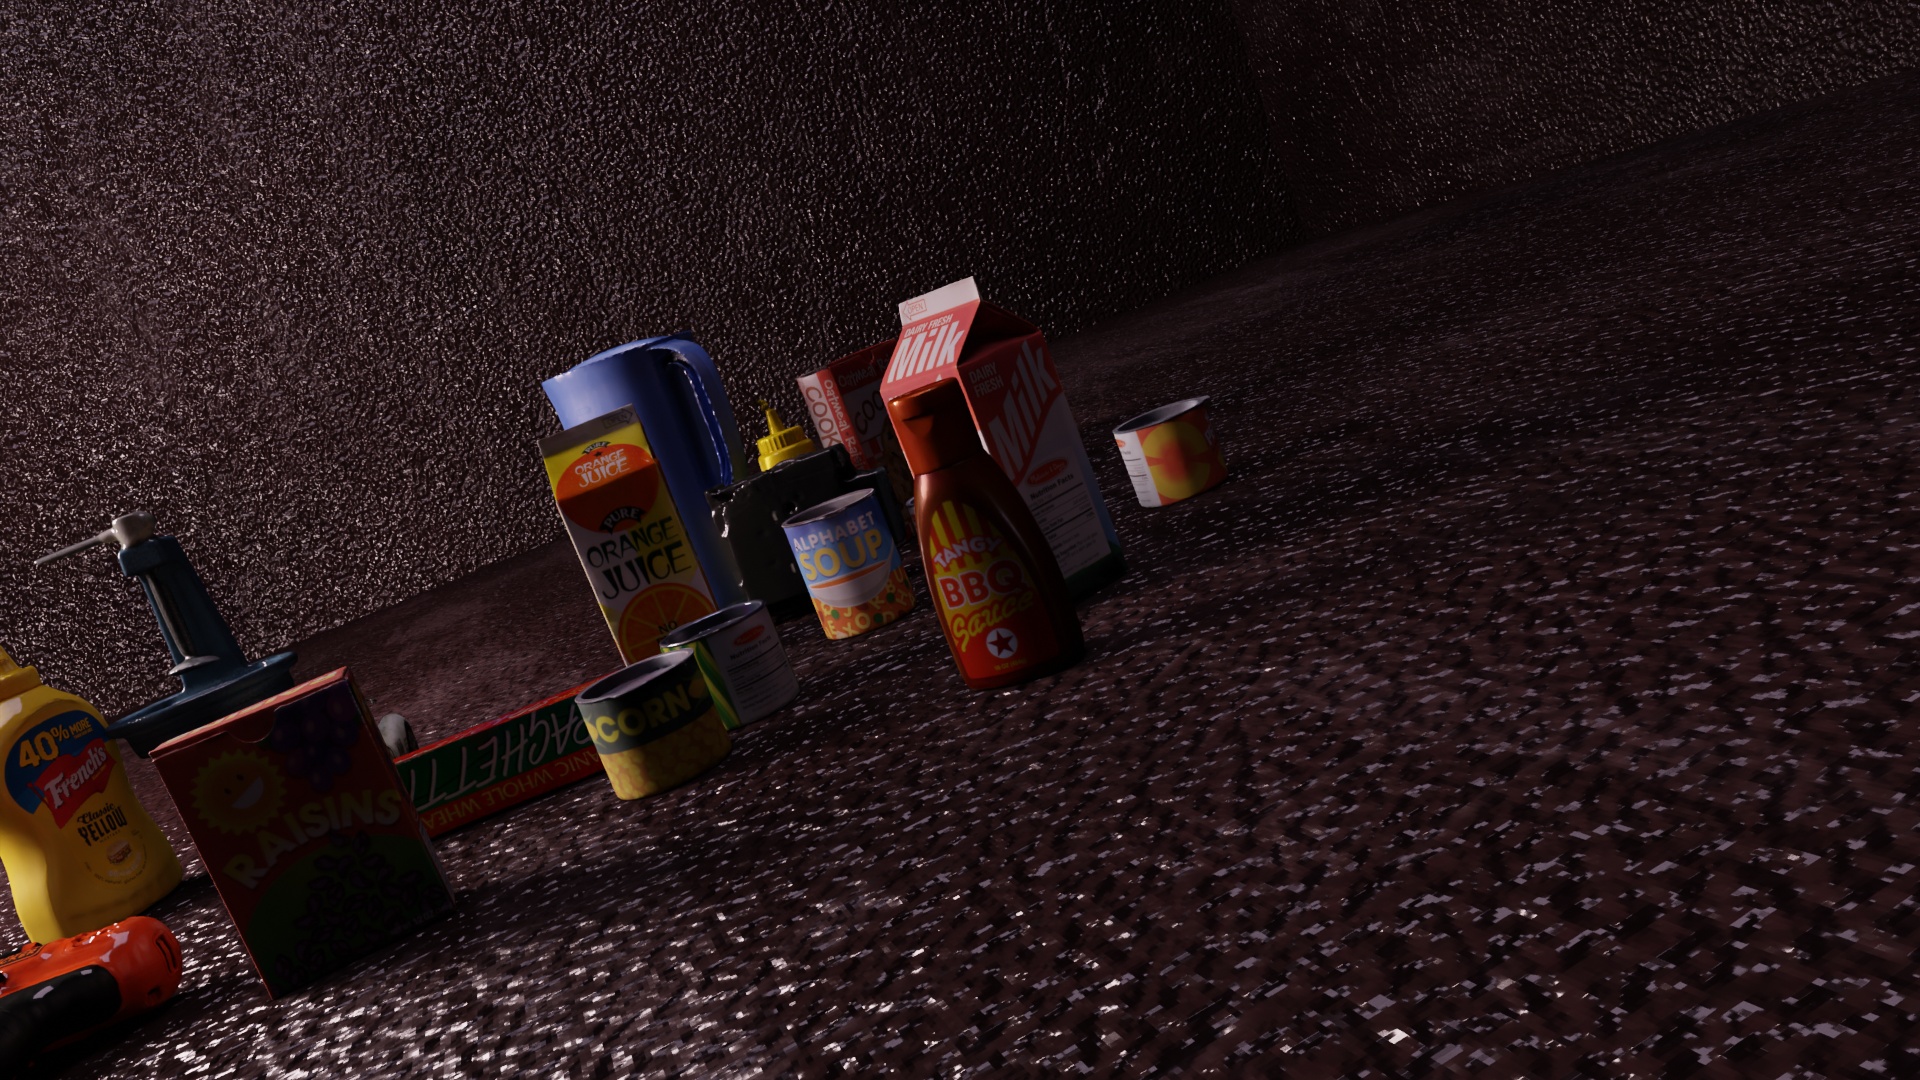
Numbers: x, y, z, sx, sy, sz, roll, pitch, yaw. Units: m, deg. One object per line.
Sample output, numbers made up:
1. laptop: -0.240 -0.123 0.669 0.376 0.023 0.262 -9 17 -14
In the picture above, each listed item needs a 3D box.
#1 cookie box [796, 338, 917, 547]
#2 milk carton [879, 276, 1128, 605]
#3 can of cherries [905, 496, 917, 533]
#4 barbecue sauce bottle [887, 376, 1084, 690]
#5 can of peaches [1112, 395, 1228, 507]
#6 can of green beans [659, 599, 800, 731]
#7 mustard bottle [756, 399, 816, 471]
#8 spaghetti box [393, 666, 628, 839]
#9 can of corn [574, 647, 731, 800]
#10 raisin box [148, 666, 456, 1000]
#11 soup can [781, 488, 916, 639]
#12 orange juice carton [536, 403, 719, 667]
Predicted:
1. cookie box: -0.070 -0.086 1.234 0.040 0.167 0.123 -16 11 30
2. milk carton: 0.019 -0.053 0.795 0.074 0.190 0.072 -28 12 -39
3. can of cherries: 0.004 -0.013 0.999 0.071 0.058 0.071 -20 9 4
4. barbecue sauce bottle: 0.007 -0.004 0.674 0.065 0.148 0.044 -17 10 22
5. can of peaches: 0.149 -0.062 0.968 0.071 0.058 0.071 -20 9 4
6. can of green beans: -0.134 0.074 0.811 0.071 0.057 0.071 -20 9 4
7. mustard bottle: -0.131 -0.042 1.141 0.049 0.160 0.065 -20 9 3
8. spaghetti box: -0.297 0.141 0.800 0.250 0.050 0.029 -21 9 -5
9. can of corn: -0.162 0.097 0.736 0.071 0.058 0.071 -20 9 4
10. raisin box: -0.298 0.131 0.636 0.086 0.123 0.040 -24 10 -18
11. soup can: -0.073 0.016 0.925 0.071 0.083 0.071 -20 9 4
12. orange juice carton: -0.225 0.006 0.970 0.072 0.192 0.073 -22 9 -9
